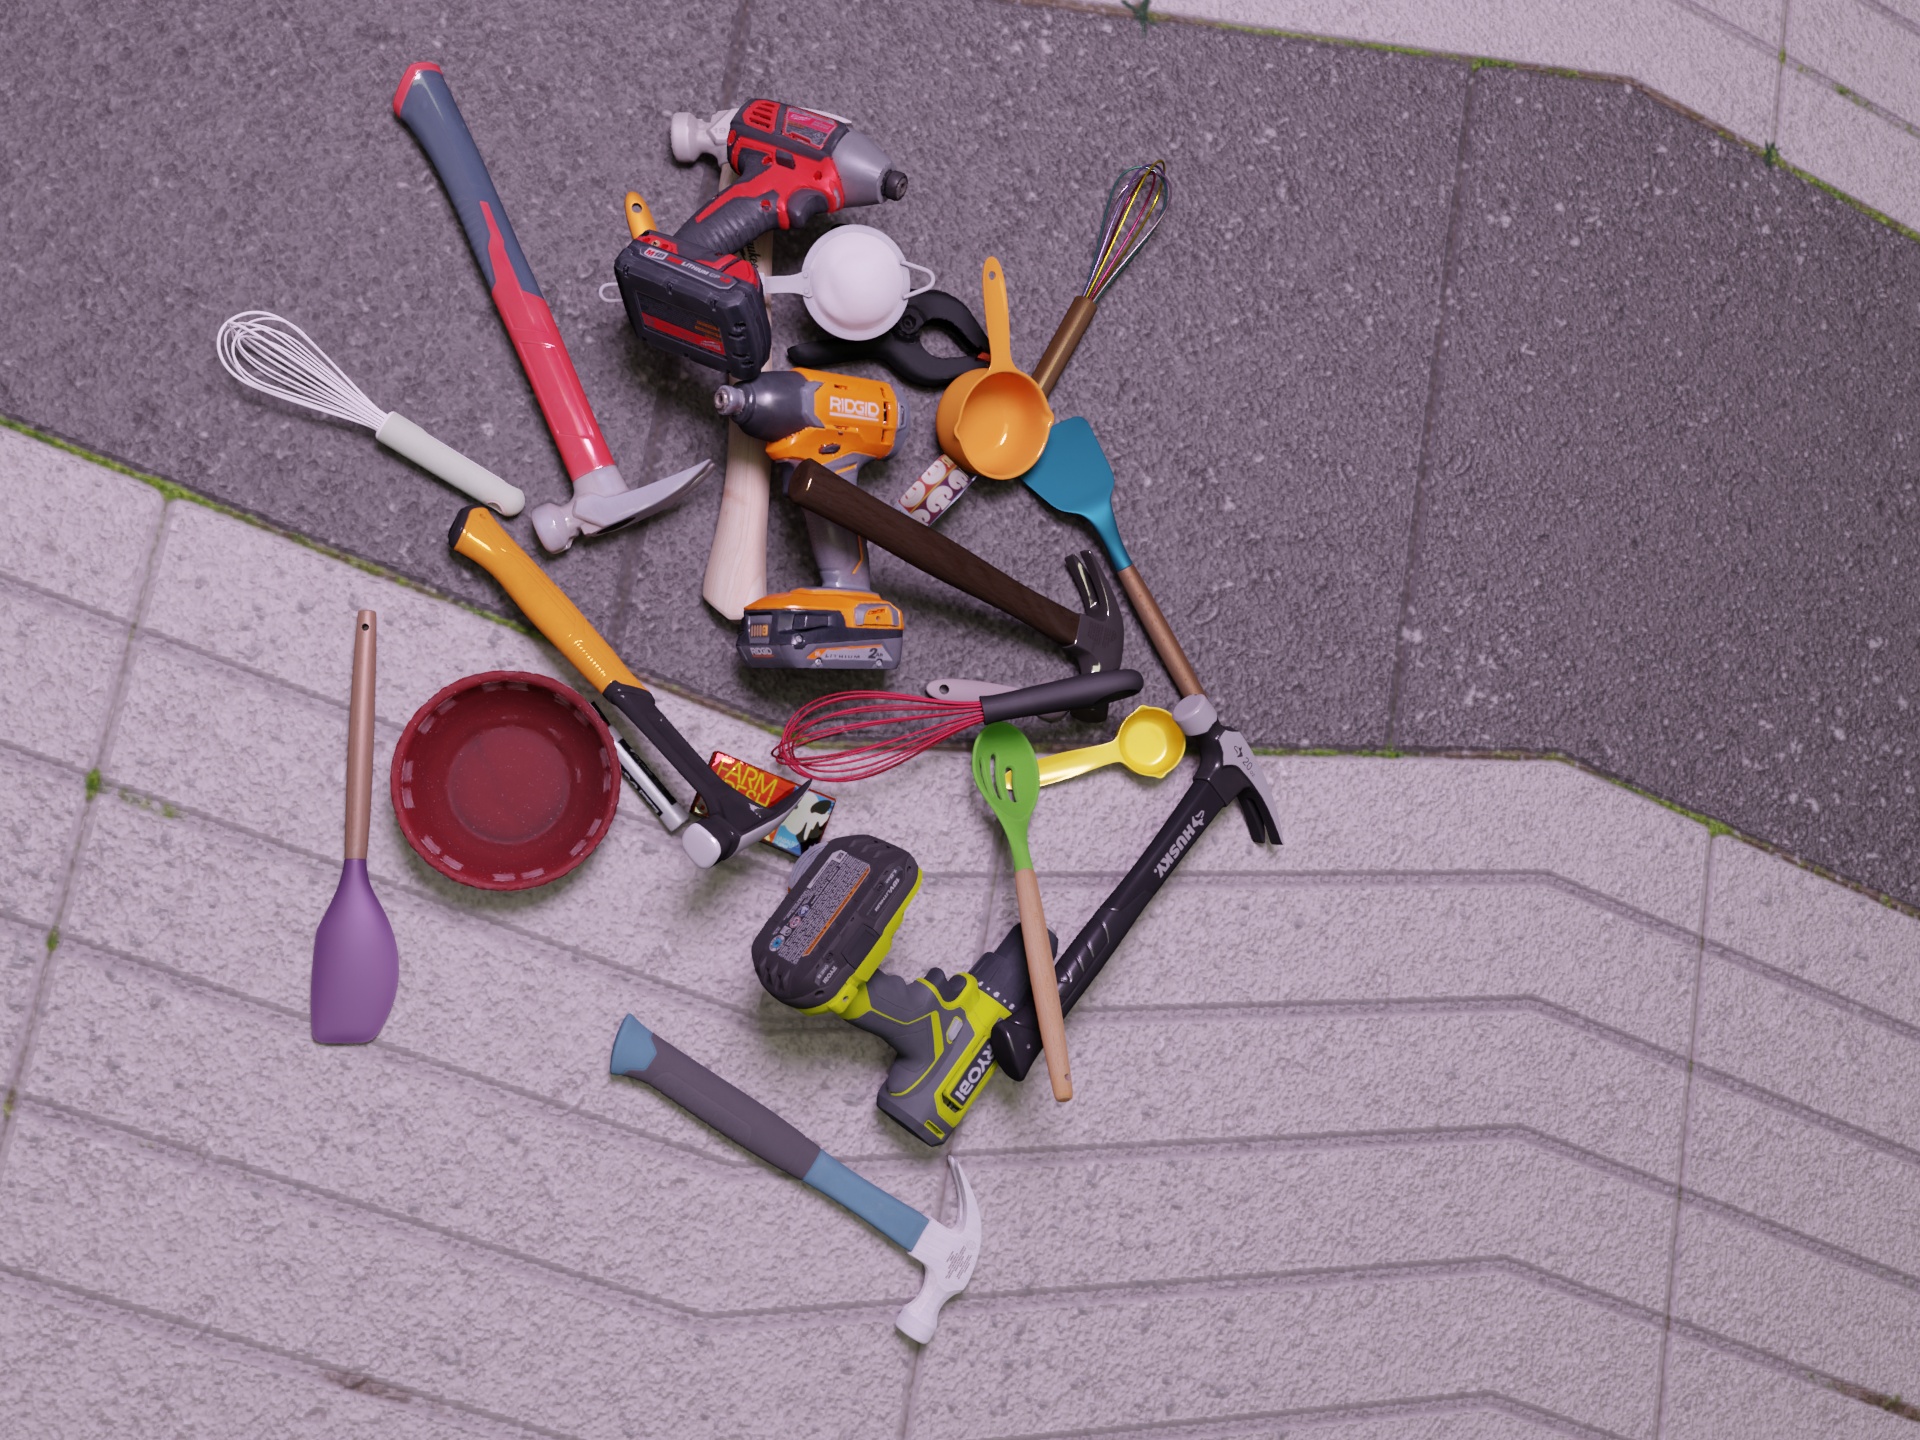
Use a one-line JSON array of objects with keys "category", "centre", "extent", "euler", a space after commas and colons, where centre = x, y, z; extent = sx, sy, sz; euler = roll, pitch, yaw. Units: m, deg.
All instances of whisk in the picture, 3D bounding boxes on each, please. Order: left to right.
[{"category": "whisk", "centre": [-0.436, -0.225, 1.188], "extent": [0.246, 0.058, 0.059], "euler": [32, 68, -14]}, {"category": "whisk", "centre": [-0.002, -0.004, 1.236], "extent": [0.296, 0.073, 0.073], "euler": [-11, 86, -3]}, {"category": "whisk", "centre": [0.115, -0.375, 1.350], "extent": [0.051, 0.047, 0.245], "euler": [31, 80, -10]}]

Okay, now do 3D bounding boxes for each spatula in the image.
[{"category": "spatula", "centre": [-0.439, 0.076, 1.163], "extent": [0.059, 0.018, 0.316], "euler": [1, 84, -15]}, {"category": "spatula", "centre": [0.148, -0.105, 1.336], "extent": [0.082, 0.044, 0.317], "euler": [-31, 96, -14]}]

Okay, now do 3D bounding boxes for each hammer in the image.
[{"category": "hammer", "centre": [-0.325, -0.331, 1.221], "extent": [0.143, 0.038, 0.386], "euler": [-24, 88, -2]}, {"category": "hammer", "centre": [-0.256, -0.037, 1.181], "extent": [0.337, 0.034, 0.127], "euler": [46, 33, 9]}, {"category": "hammer", "centre": [-0.157, -0.281, 1.255], "extent": [0.146, 0.038, 0.411], "euler": [0, 85, 4]}, {"category": "hammer", "centre": [-0.126, 0.330, 1.205], "extent": [0.331, 0.033, 0.128], "euler": [35, 77, -8]}, {"category": "hammer", "centre": [0.007, -0.117, 1.231], "extent": [0.331, 0.031, 0.130], "euler": [26, 66, -35]}, {"category": "hammer", "centre": [0.135, 0.145, 1.252], "extent": [0.335, 0.035, 0.146], "euler": [-49, 115, -23]}]

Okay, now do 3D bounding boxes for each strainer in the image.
[{"category": "strainer", "centre": [-0.146, -0.332, 1.217], "extent": [0.258, 0.050, 0.087], "euler": [-4, 103, -4]}]

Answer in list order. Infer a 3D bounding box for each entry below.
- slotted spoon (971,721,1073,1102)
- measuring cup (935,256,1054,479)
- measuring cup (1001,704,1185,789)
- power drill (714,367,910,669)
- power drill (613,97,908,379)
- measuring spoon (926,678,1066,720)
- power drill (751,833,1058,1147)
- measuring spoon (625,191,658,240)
[{"category": "slotted spoon", "centre": [0.051, 0.138, 1.204], "extent": [0.070, 0.031, 0.314], "euler": [18, 48, -34]}, {"category": "measuring cup", "centre": [0.020, -0.283, 1.281], "extent": [0.095, 0.052, 0.173], "euler": [-14, 108, -29]}, {"category": "measuring cup", "centre": [0.108, 0.031, 1.312], "extent": [0.156, 0.029, 0.062], "euler": [-15, 88, -4]}, {"category": "power drill", "centre": [-0.116, -0.152, 1.205], "extent": [0.164, 0.084, 0.226], "euler": [-1, 92, -43]}, {"category": "power drill", "centre": [-0.142, -0.362, 1.171], "extent": [0.143, 0.078, 0.220], "euler": [24, 64, 15]}, {"category": "measuring spoon", "centre": [0.033, -0.021, 1.295], "extent": [0.124, 0.018, 0.034], "euler": [5, 82, -16]}, {"category": "power drill", "centre": [-0.030, 0.187, 1.188], "extent": [0.190, 0.080, 0.228], "euler": [-53, 128, -16]}, {"category": "measuring spoon", "centre": [-0.245, -0.369, 1.271], "extent": [0.021, 0.011, 0.117], "euler": [-19, 88, -16]}]
